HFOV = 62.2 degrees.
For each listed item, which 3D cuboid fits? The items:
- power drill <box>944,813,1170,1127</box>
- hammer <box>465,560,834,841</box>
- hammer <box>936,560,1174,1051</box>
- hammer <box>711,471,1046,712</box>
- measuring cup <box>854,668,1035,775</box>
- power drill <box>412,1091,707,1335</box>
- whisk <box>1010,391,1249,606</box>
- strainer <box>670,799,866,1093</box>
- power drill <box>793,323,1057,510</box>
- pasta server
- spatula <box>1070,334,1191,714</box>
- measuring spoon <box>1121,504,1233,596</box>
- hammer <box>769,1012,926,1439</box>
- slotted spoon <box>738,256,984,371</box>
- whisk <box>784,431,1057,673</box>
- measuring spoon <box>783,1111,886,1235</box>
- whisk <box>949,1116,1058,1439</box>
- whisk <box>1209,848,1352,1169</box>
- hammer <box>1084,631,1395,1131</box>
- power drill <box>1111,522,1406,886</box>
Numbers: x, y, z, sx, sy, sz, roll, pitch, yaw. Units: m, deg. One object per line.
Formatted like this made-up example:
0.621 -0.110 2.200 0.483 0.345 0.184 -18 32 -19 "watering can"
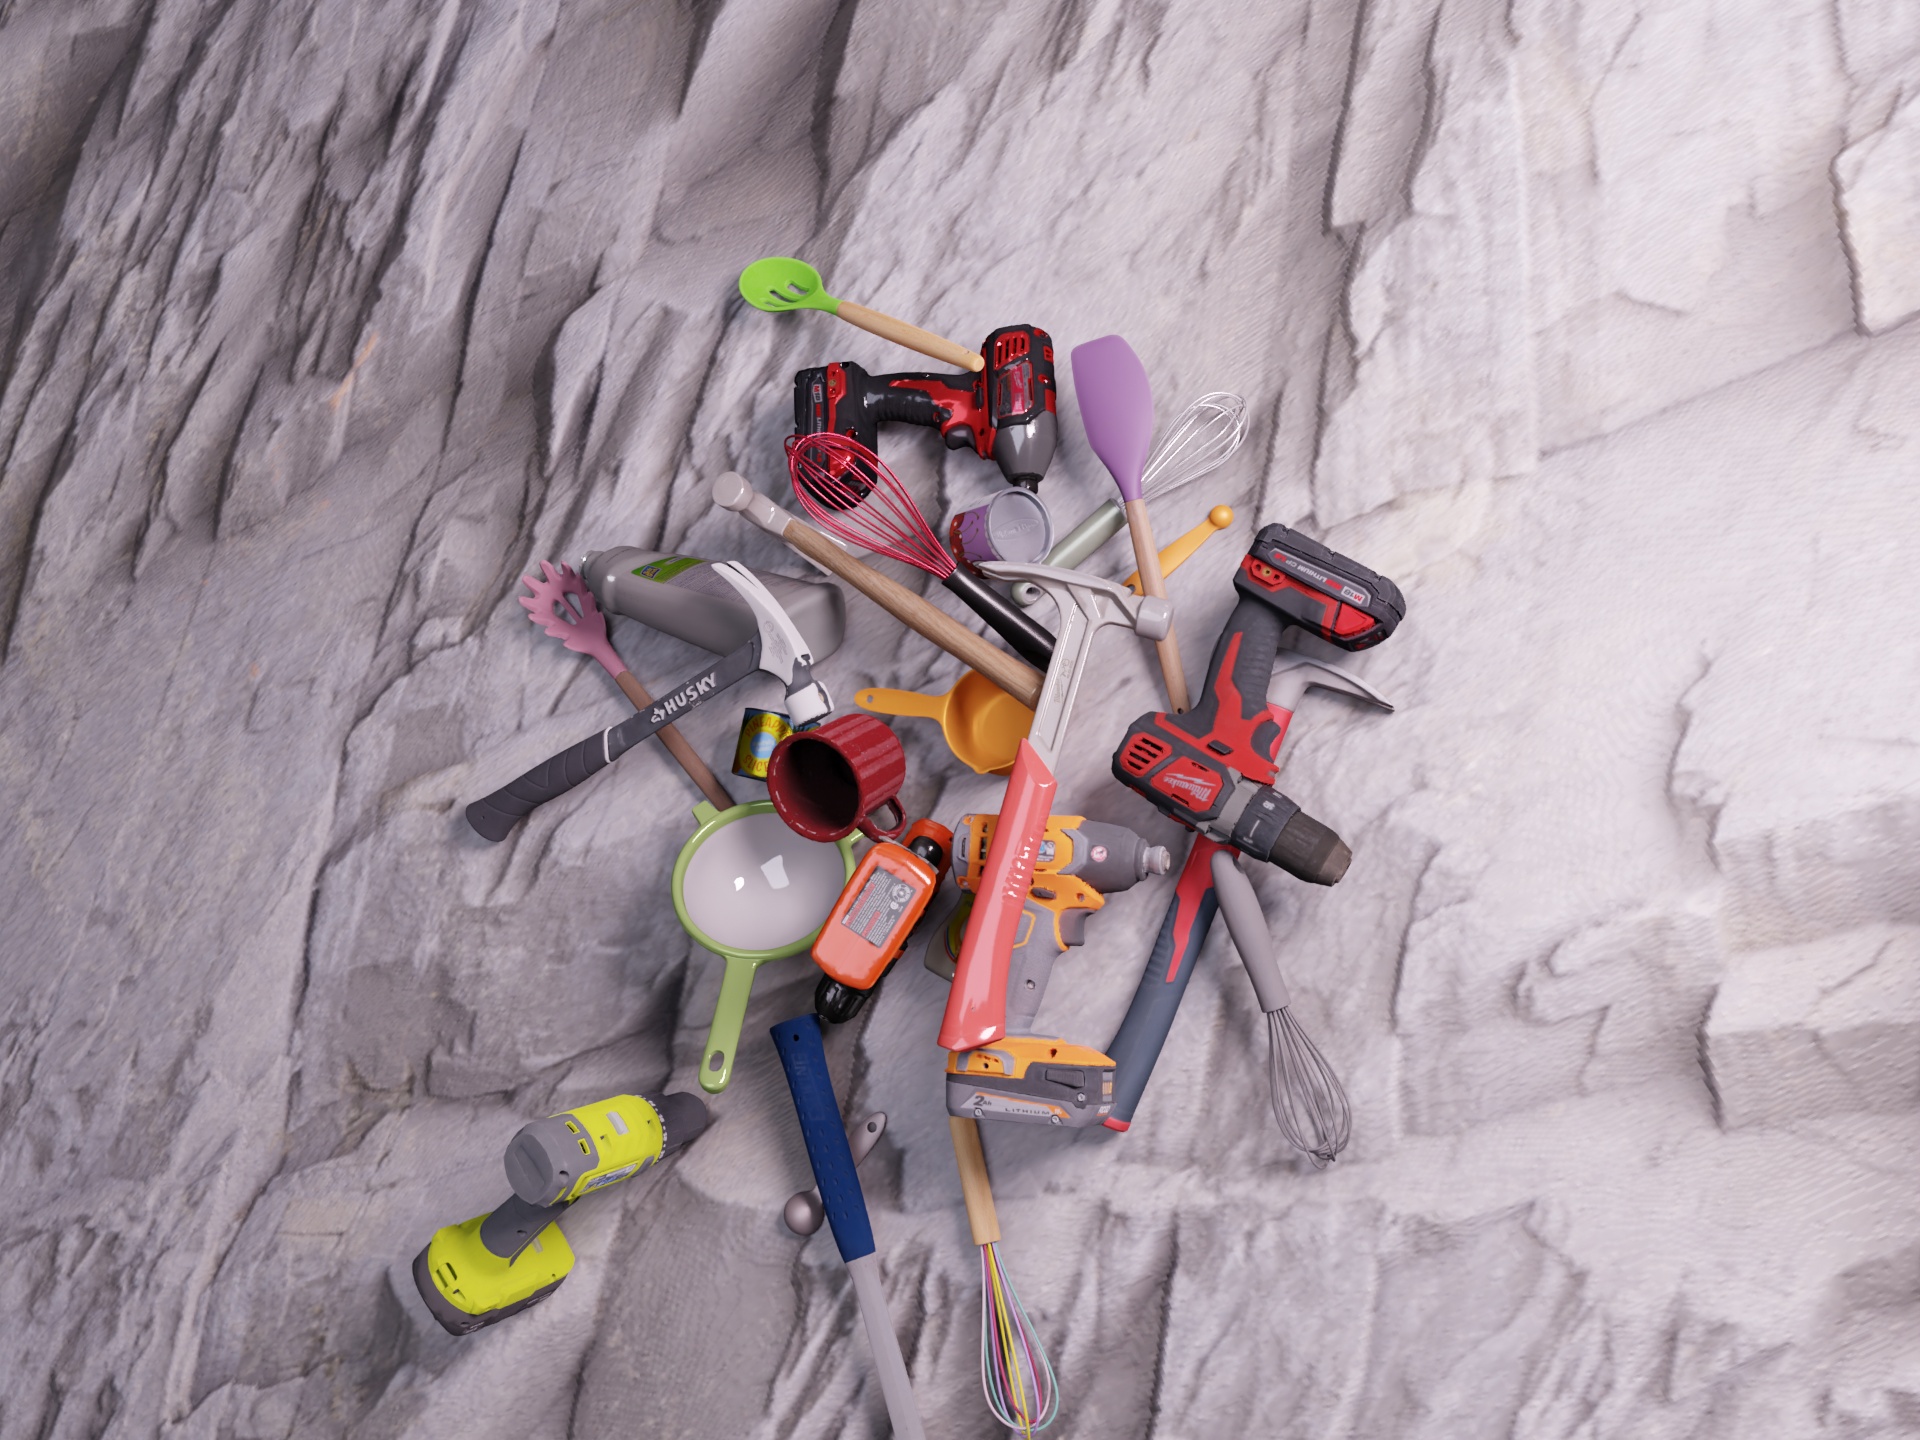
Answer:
0.071 0.182 1.180 0.164 0.084 0.226 -1 78 21 "power drill"
-0.289 0.008 1.358 0.409 0.036 0.149 -28 86 30 "hammer"
0.038 0.062 1.158 0.149 0.036 0.359 14 81 14 "hammer"
-0.055 -0.100 1.285 0.331 0.130 0.031 35 93 27 "hammer"
-0.002 -0.004 1.301 0.174 0.052 0.095 8 81 27 "measuring cup"
-0.322 0.388 1.294 0.228 0.190 0.080 -48 68 22 "power drill"
0.135 -0.177 1.287 0.246 0.057 0.059 -40 35 13 "whisk"
-0.167 0.187 1.285 0.151 0.069 0.257 6 56 7 "strainer"
-0.025 -0.246 1.342 0.219 0.078 0.143 -6 78 16 "power drill"
-0.290 -0.023 1.420 0.060 0.040 0.316 -41 70 -2 "pasta server"
0.144 -0.148 1.253 0.060 0.018 0.316 -12 89 20 "spatula"
0.170 -0.134 1.279 0.117 0.011 0.021 -39 69 10 "measuring spoon"
-0.081 0.433 1.243 0.144 0.035 0.406 -20 74 7 "hammer"
-0.086 -0.344 1.359 0.070 0.031 0.314 -39 46 -20 "slotted spoon"
-0.023 -0.130 1.269 0.295 0.073 0.073 39 96 -9 "whisk"
-0.102 0.365 1.286 0.034 0.018 0.124 40 95 22 "measuring spoon"
0.027 0.421 1.215 0.051 0.047 0.245 -19 71 18 "whisk"
0.227 0.208 1.154 0.055 0.055 0.239 -21 83 16 "whisk"
0.197 0.133 1.206 0.143 0.038 0.386 21 88 21 "hammer"
0.238 -0.007 1.158 0.188 0.080 0.226 32 94 20 "power drill"
